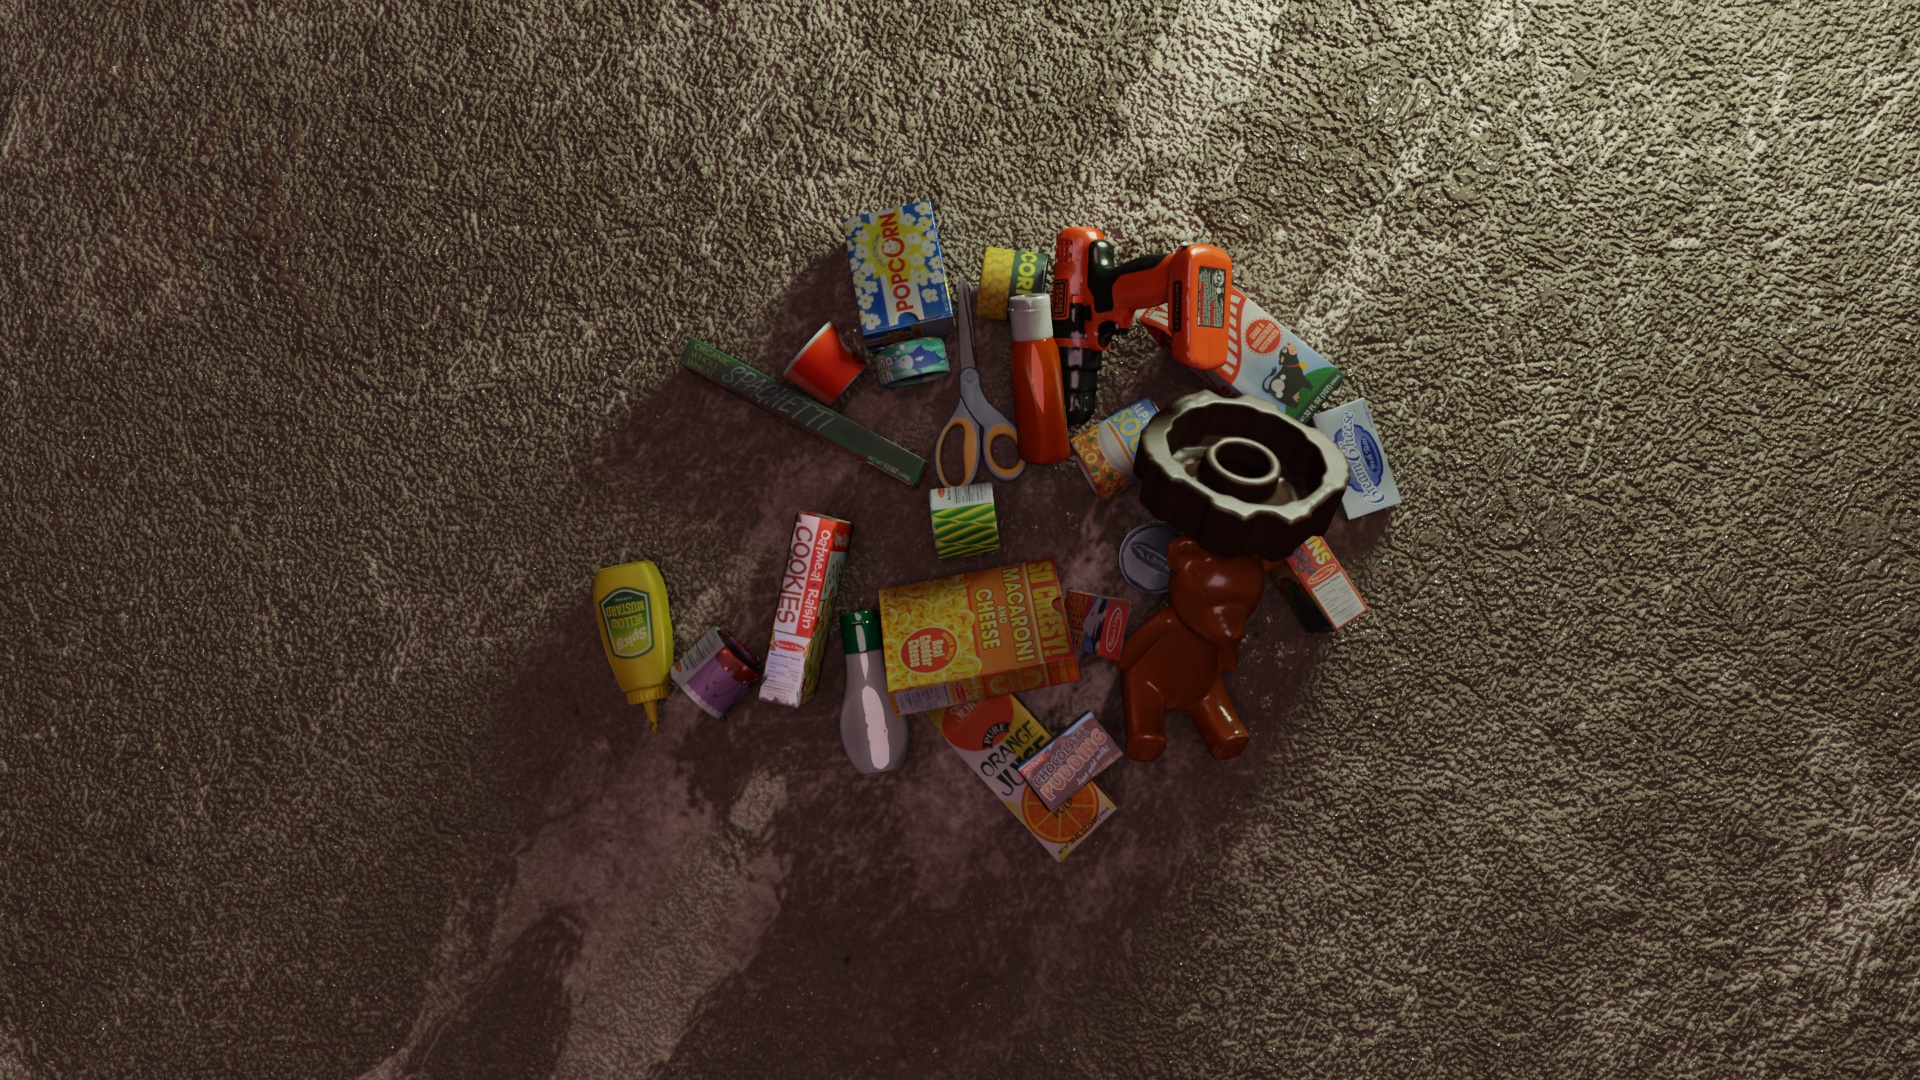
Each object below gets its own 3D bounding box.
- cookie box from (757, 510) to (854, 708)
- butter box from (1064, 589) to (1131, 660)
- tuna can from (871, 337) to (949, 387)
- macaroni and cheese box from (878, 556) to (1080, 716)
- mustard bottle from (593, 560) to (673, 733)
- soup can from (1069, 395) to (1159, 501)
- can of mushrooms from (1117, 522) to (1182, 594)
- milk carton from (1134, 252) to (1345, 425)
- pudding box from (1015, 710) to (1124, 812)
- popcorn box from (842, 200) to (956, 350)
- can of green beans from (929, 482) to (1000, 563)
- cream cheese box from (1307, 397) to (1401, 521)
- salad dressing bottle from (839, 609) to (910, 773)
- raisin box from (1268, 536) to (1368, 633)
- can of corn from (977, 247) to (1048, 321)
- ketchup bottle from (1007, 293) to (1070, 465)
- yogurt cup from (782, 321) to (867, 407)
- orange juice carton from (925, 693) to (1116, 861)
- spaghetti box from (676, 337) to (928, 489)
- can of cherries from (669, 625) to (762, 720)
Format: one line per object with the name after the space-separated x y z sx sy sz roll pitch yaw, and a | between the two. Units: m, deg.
-0.138 0.059 1.249 0.040 0.123 0.167 12 89 2 | cookie box
0.119 0.074 1.248 0.024 0.103 0.053 13 88 -16 | butter box
-0.047 -0.163 1.279 0.071 0.071 0.033 -12 89 2 | tuna can
0.014 0.085 1.248 0.166 0.040 0.124 -11 45 2 | macaroni and cheese box
-0.297 0.100 1.292 0.065 0.049 0.160 -13 88 4 | mustard bottle
0.150 -0.084 1.267 0.084 0.071 0.071 -30 87 2 | soup can
0.180 0.015 1.281 0.071 0.033 0.071 0 88 3 | can of mushrooms
0.247 -0.177 1.264 0.190 0.073 0.072 39 90 3 | milk carton
0.095 0.191 1.208 0.084 0.030 0.049 -37 85 -5 | pudding box
-0.057 -0.245 1.281 0.085 0.038 0.127 -11 70 1 | popcorn box
0.004 -0.018 1.274 0.058 0.071 0.071 -7 88 2 | can of green beans
0.363 -0.074 1.281 0.053 0.024 0.104 -19 87 3 | cream cheese box
-0.084 0.139 1.285 0.064 0.044 0.147 -8 87 4 | salad dressing bottle
0.305 0.022 1.249 0.040 0.086 0.123 -32 87 -4 | raisin box
0.048 -0.234 1.276 0.058 0.071 0.071 8 89 4 | can of corn
0.068 -0.145 1.246 0.043 0.065 0.148 -11 106 -15 | ketchup bottle
-0.123 -0.160 1.286 0.054 0.072 0.072 42 91 -5 | yogurt cup
0.050 0.192 1.262 0.072 0.073 0.193 -43 87 0 | orange juice carton
-0.146 -0.118 1.292 0.250 0.050 0.028 28 88 3 | spaghetti box
-0.223 0.123 1.282 0.071 0.071 0.058 45 90 3 | can of cherries
